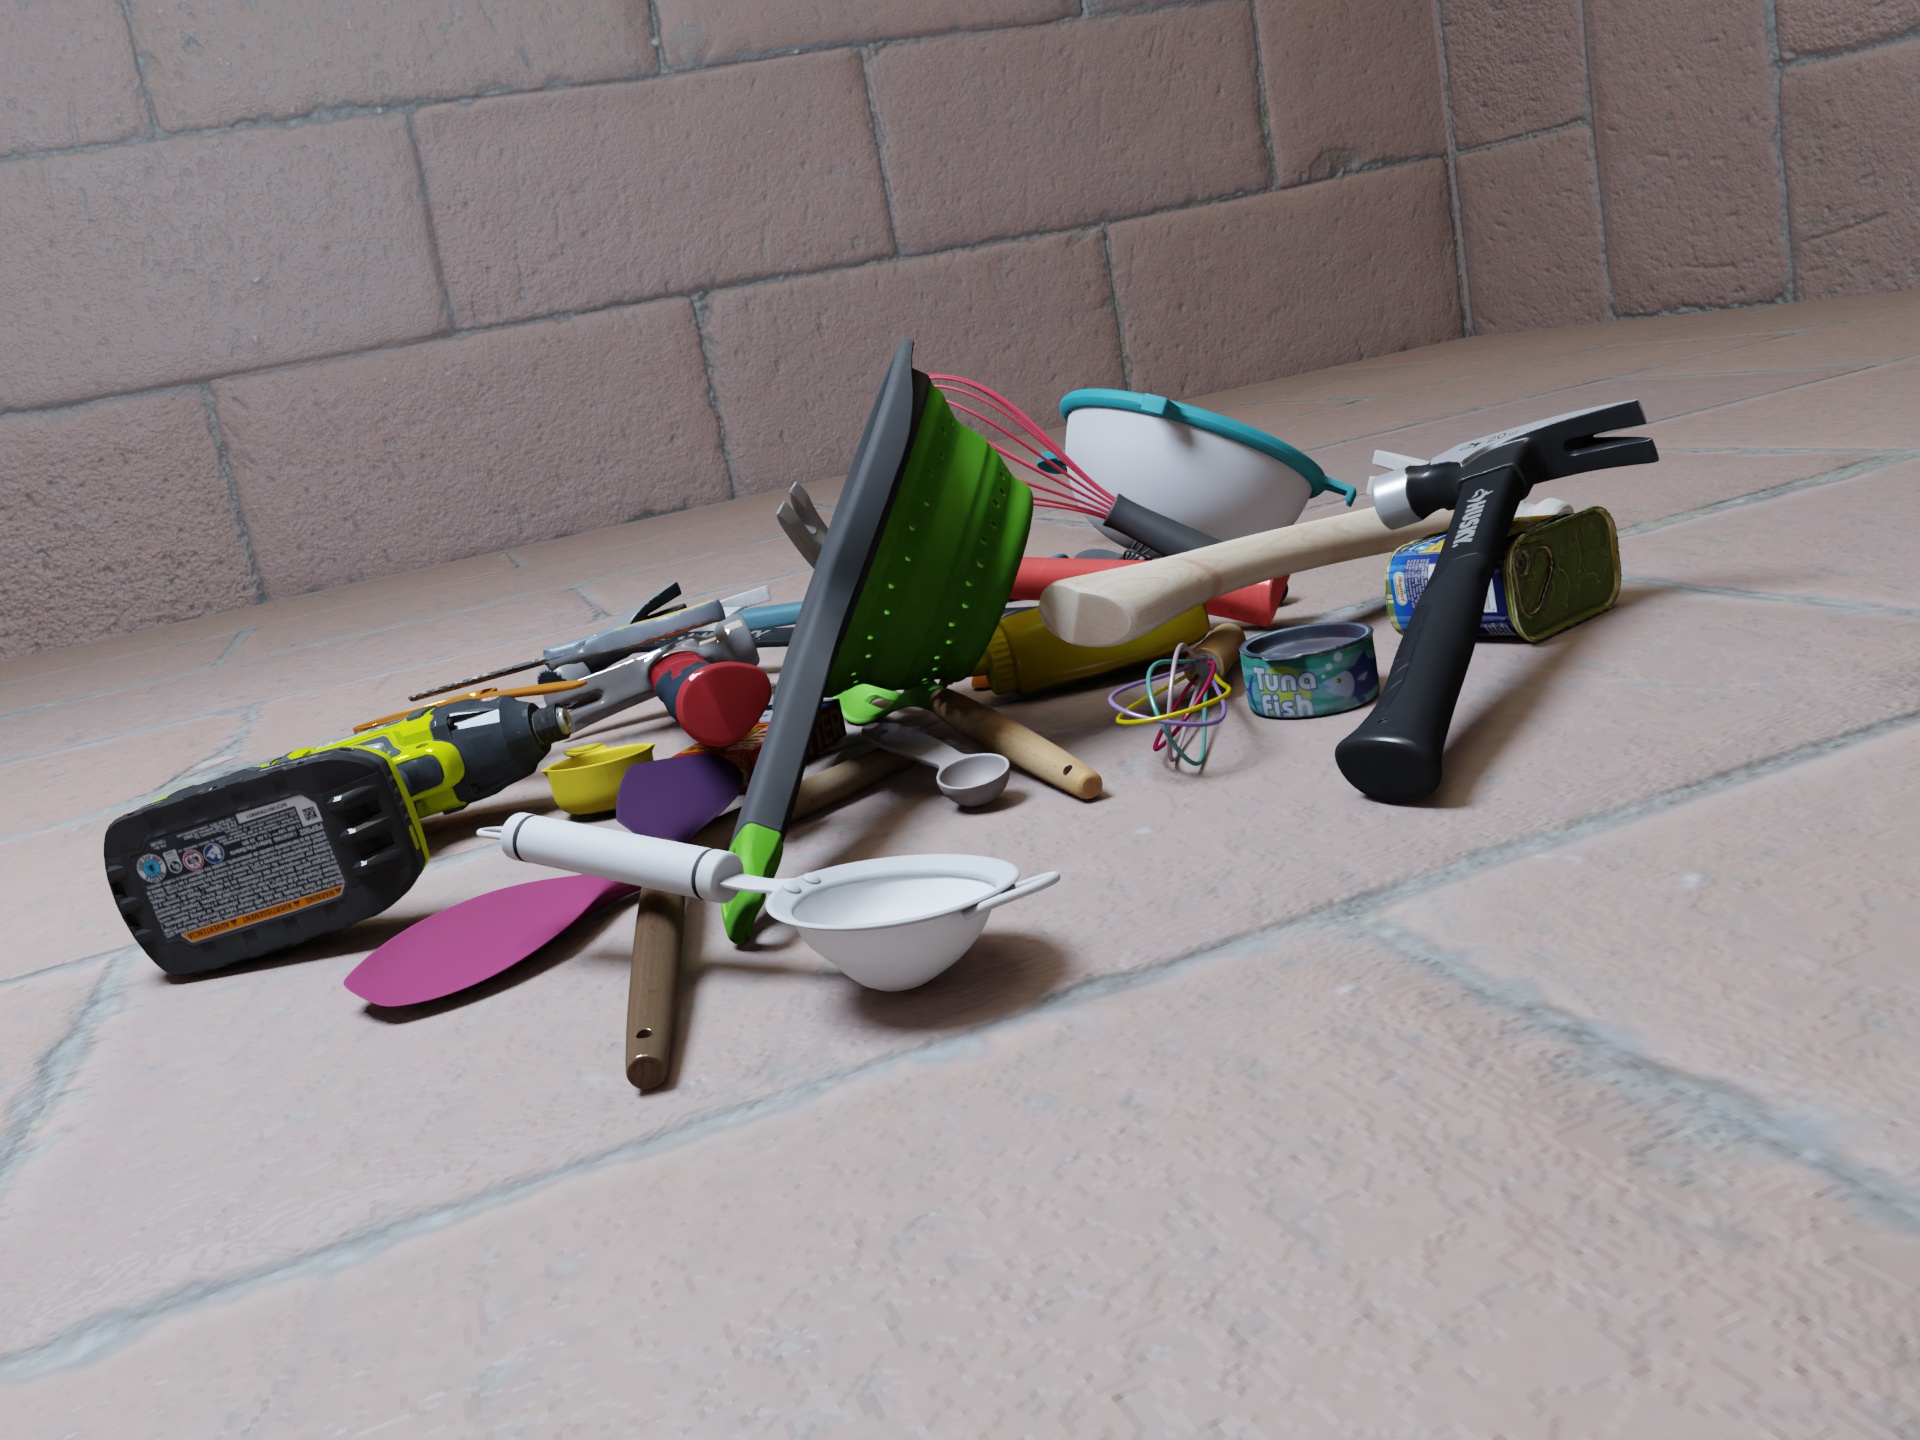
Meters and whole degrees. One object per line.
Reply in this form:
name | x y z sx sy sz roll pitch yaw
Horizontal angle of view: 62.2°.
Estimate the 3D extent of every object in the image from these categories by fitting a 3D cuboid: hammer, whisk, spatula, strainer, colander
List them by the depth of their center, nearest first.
strainer | -0.079 0.059 0.571 0.258 0.050 0.087 7 14 31
spatula | -0.118 0.064 0.646 0.060 0.018 0.316 -8 18 -5
hammer | 0.236 -0.063 0.738 0.146 0.035 0.335 -16 22 34
colander | -0.031 -0.034 0.760 0.094 0.204 0.397 19 38 -8
whisk | 0.125 -0.022 0.808 0.047 0.051 0.245 -43 -3 20
hammer | -0.167 -0.015 0.890 0.143 0.038 0.386 -22 9 -10
hammer | 0.194 -0.104 0.933 0.410 0.038 0.146 -17 33 -40
whisk | 0.081 -0.147 1.044 0.296 0.073 0.073 26 17 0
hammer | 0.046 -0.100 1.059 0.359 0.149 0.037 6 60 37
hammer | -0.104 -0.061 1.126 0.409 0.036 0.149 0 30 29
whisk | 0.121 -0.113 1.176 0.055 0.055 0.239 -14 9 -10
strainer | 0.137 -0.178 1.269 0.210 0.095 0.340 19 -2 -26
hammer | -0.074 -0.096 1.288 0.331 0.033 0.128 -7 15 15

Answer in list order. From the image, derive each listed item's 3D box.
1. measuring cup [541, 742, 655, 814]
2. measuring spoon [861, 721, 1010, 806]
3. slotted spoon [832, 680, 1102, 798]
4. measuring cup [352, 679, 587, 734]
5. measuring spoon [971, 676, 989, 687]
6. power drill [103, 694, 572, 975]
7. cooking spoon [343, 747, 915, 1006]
measuring cup | -0.207 0.030 0.903 0.062 0.029 0.156 -14 6 -17
measuring spoon | -0.015 0.021 0.769 0.034 0.018 0.124 -24 23 -24
slotted spoon | -0.001 -0.003 0.844 0.070 0.031 0.314 -53 25 -4
measuring cup | -0.284 0.010 0.952 0.173 0.052 0.095 -8 10 30
measuring spoon | 0.055 -0.040 0.998 0.117 0.011 0.021 -20 16 -32
power drill | -0.300 0.040 0.797 0.171 0.080 0.223 -17 11 6
cooking spoon | -0.124 0.060 0.718 0.069 0.017 0.319 12 26 41
